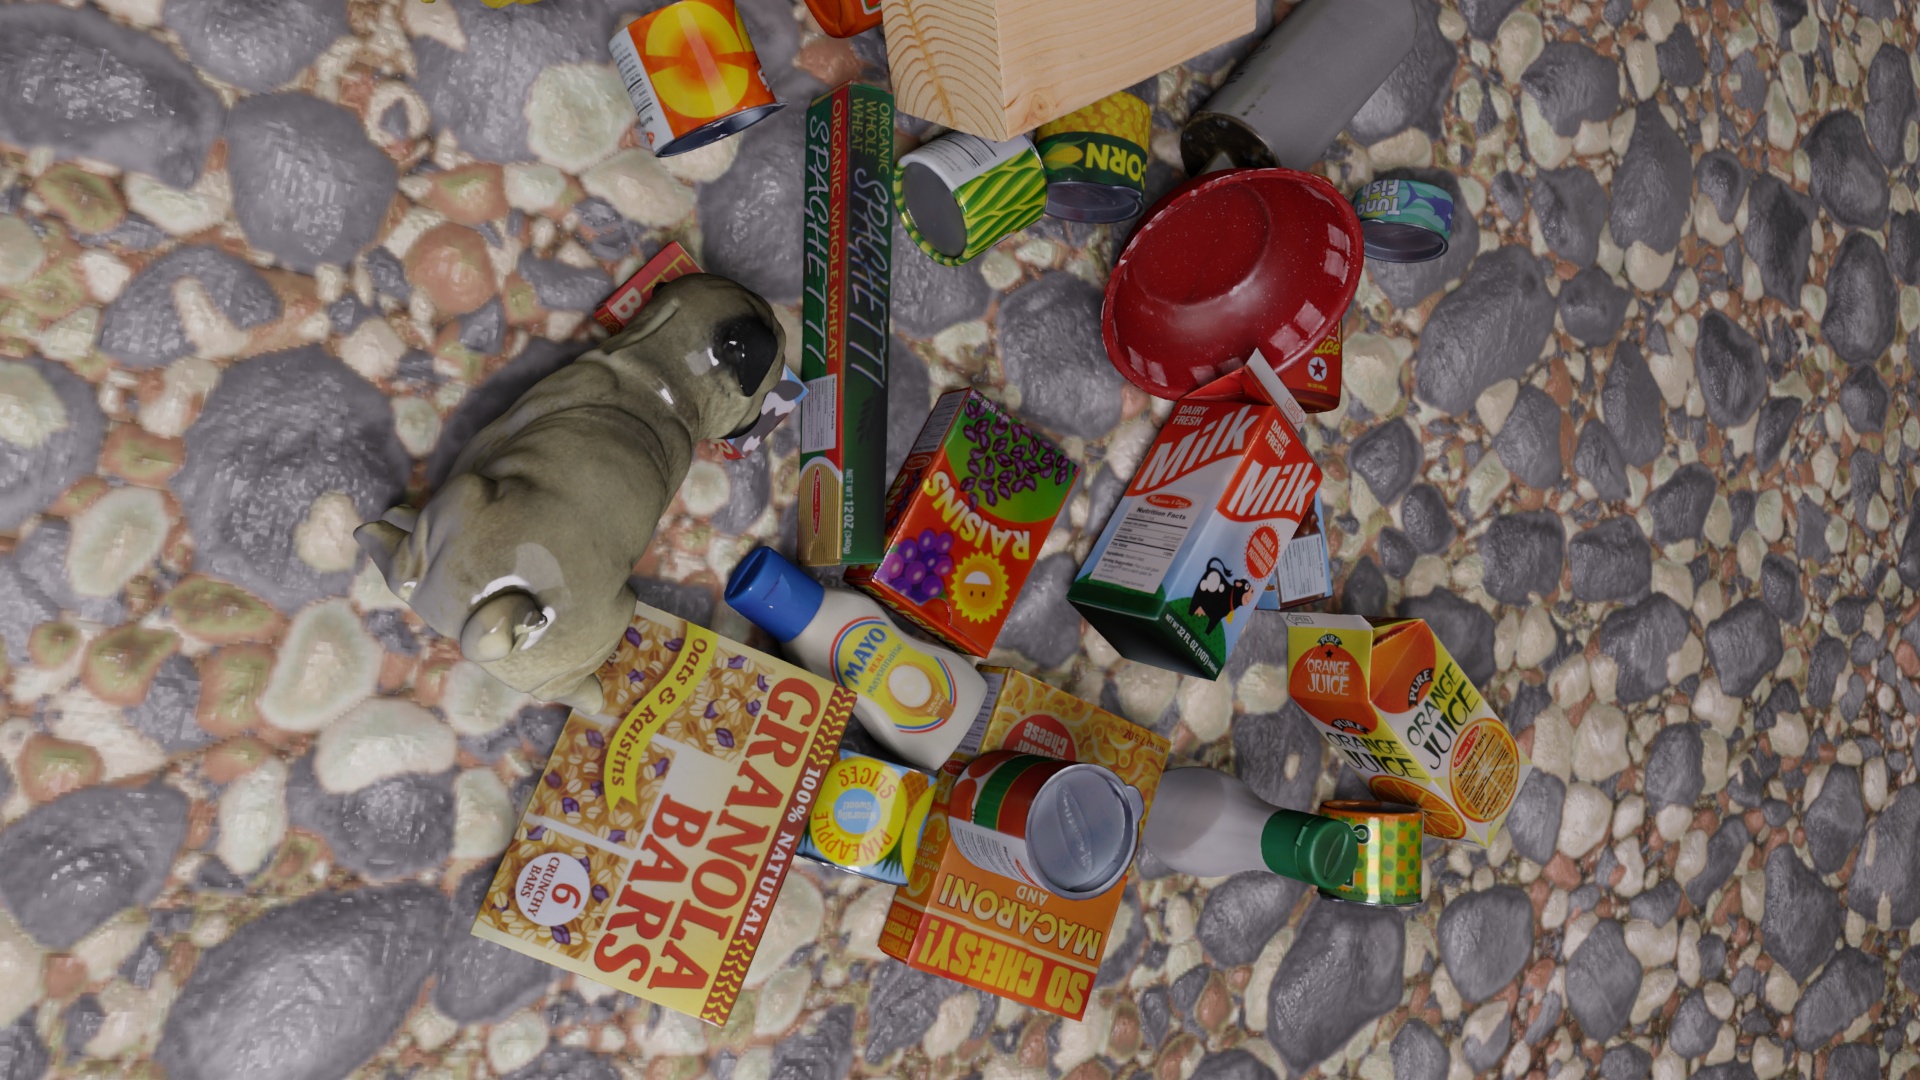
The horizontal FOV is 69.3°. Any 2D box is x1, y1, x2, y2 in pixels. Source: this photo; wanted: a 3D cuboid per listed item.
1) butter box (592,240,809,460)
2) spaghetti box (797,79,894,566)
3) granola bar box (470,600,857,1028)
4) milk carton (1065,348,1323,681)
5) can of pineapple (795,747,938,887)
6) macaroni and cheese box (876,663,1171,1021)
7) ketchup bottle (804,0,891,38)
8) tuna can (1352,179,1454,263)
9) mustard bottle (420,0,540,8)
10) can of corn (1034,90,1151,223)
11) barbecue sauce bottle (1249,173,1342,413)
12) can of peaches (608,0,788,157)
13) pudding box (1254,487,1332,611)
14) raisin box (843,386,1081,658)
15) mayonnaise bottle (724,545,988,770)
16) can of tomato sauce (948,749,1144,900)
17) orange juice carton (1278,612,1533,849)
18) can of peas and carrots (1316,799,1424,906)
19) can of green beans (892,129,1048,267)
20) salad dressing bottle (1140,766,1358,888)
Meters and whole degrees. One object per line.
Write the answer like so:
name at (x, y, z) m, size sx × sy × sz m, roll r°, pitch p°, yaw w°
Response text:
butter box at (-0.130, -0.095, 0.699) m, size 0.103 × 0.024 × 0.053 m, roll 49°, pitch 66°, yaw -21°
spaghetti box at (-0.060, -0.111, 0.726) m, size 0.029 × 0.050 × 0.250 m, roll 3°, pitch 87°, yaw -32°
granola bar box at (-0.137, 0.127, 0.661) m, size 0.124 × 0.039 × 0.166 m, roll 24°, pitch 76°, yaw -9°
milk carton at (0.150, -0.020, 0.826) m, size 0.072 × 0.073 × 0.191 m, roll 44°, pitch 69°, yaw -37°
can of pineapple at (-0.050, 0.141, 0.714) m, size 0.071 × 0.071 × 0.058 m, roll 23°, pitch 77°, yaw -28°
macaroni and cheese box at (0.039, 0.170, 0.783) m, size 0.123 × 0.040 × 0.167 m, roll 27°, pitch 75°, yaw -26°
ketchup bottle at (-0.022, -0.330, 0.758) m, size 0.149 × 0.043 × 0.064 m, roll -37°, pitch 113°, yaw -27°
tuna can at (0.292, -0.214, 0.927) m, size 0.071 × 0.071 × 0.033 m, roll 16°, pitch 80°, yaw -29°
mustard bottle at (-0.189, -0.292, 0.655) m, size 0.161 × 0.049 × 0.065 m, roll -40°, pitch 108°, yaw -24°
can of corn at (0.076, -0.221, 0.797) m, size 0.071 × 0.071 × 0.058 m, roll 10°, pitch 83°, yaw -30°
barbecue sauce bottle at (0.217, -0.159, 0.895) m, size 0.065 × 0.043 × 0.148 m, roll 7°, pitch 85°, yaw -29°
can of peaches at (-0.128, -0.228, 0.679) m, size 0.071 × 0.071 × 0.058 m, roll -29°, pitch 103°, yaw -28°
pudding box at (0.208, 0.000, 0.893) m, size 0.050 × 0.030 × 0.083 m, roll -11°, pitch 94°, yaw -29°
raisin box at (0.003, -0.010, 0.767) m, size 0.086 × 0.040 × 0.124 m, roll 35°, pitch 73°, yaw -26°
mayonnaise bottle at (-0.056, 0.059, 0.729) m, size 0.148 × 0.041 × 0.065 m, roll 39°, pitch 75°, yaw -24°
can of tomato sauce at (0.042, 0.142, 0.713) m, size 0.071 × 0.083 × 0.071 m, roll 2°, pitch 87°, yaw -28°
orange juice carton at (0.287, 0.112, 0.912) m, size 0.192 × 0.071 × 0.073 m, roll 47°, pitch 67°, yaw -21°
can of peas and carrots at (0.264, 0.201, 0.900) m, size 0.071 × 0.071 × 0.058 m, roll 5°, pitch 86°, yaw -30°
can of green beans at (0.005, -0.190, 0.757) m, size 0.058 × 0.071 × 0.071 m, roll -35°, pitch 106°, yaw -26°
salad dressing bottle at (0.159, 0.166, 0.791) m, size 0.044 × 0.147 × 0.064 m, roll 38°, pitch 71°, yaw -25°
